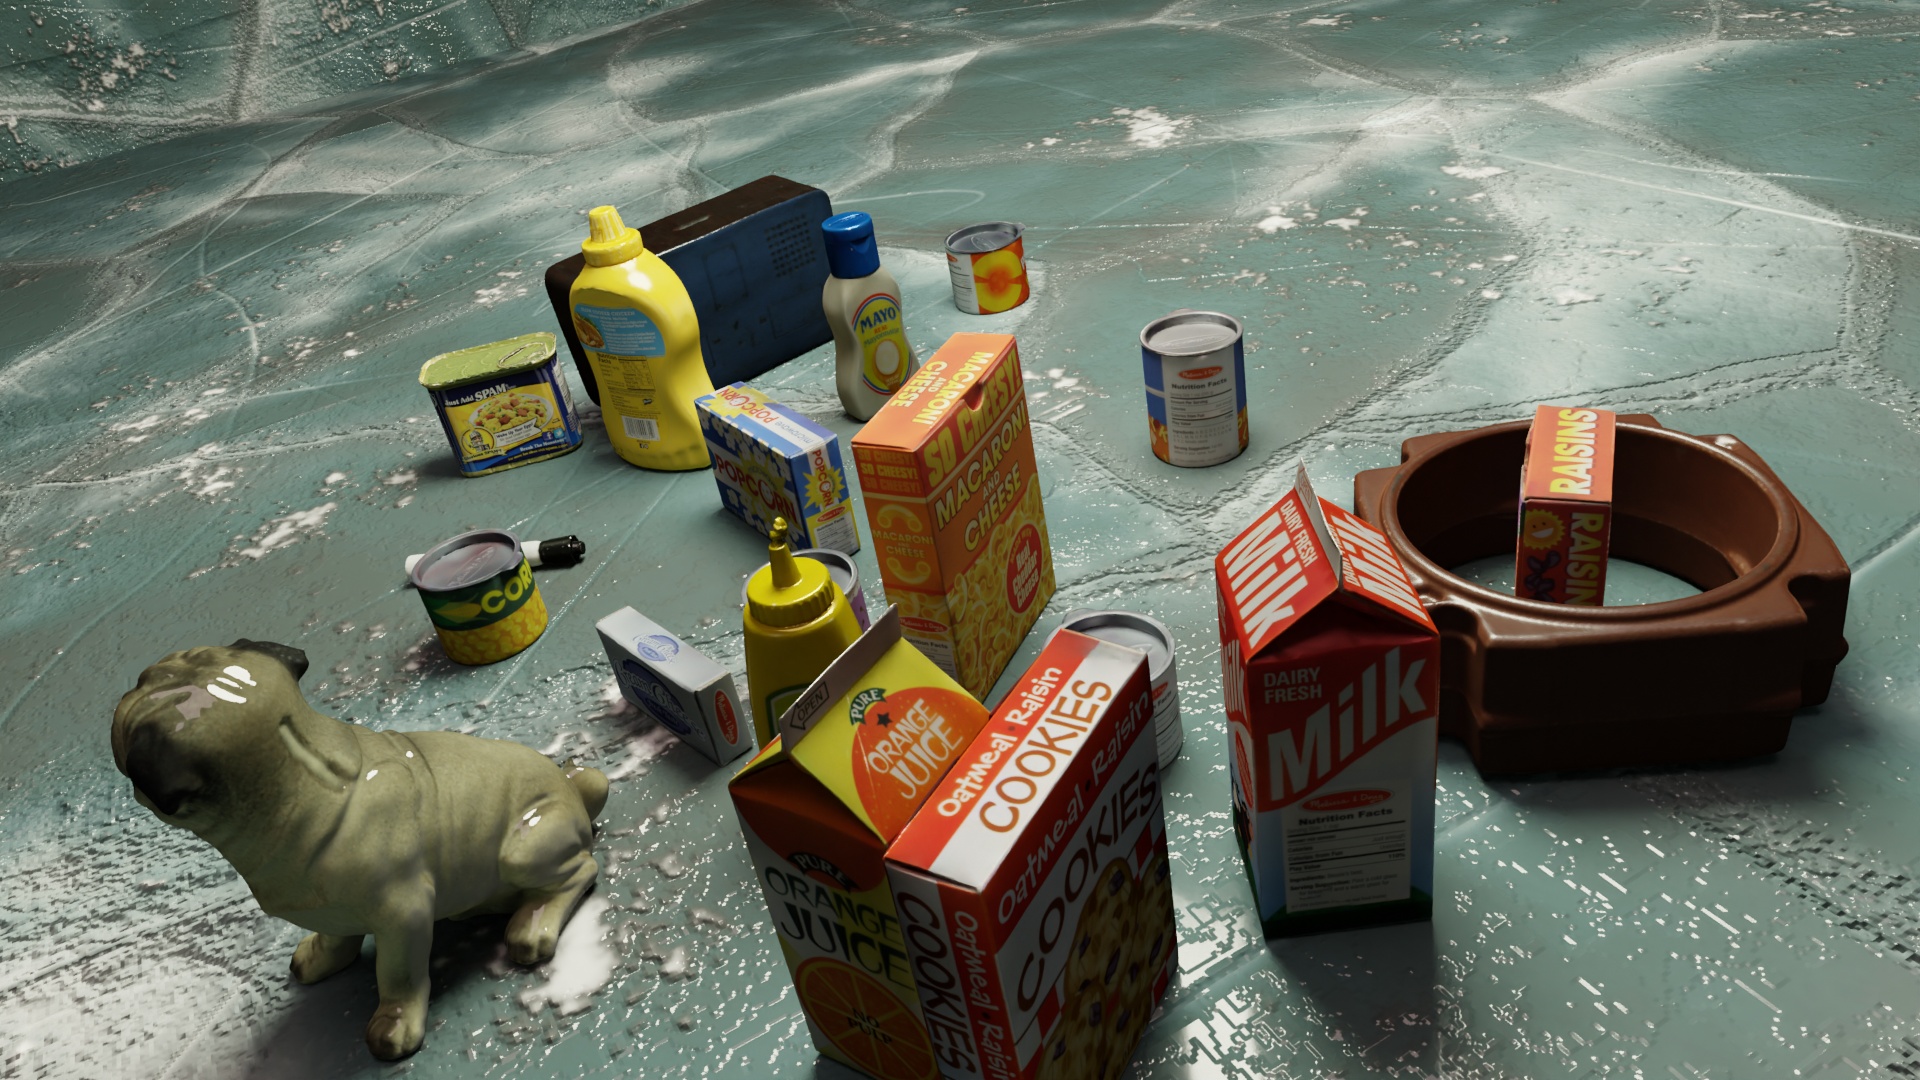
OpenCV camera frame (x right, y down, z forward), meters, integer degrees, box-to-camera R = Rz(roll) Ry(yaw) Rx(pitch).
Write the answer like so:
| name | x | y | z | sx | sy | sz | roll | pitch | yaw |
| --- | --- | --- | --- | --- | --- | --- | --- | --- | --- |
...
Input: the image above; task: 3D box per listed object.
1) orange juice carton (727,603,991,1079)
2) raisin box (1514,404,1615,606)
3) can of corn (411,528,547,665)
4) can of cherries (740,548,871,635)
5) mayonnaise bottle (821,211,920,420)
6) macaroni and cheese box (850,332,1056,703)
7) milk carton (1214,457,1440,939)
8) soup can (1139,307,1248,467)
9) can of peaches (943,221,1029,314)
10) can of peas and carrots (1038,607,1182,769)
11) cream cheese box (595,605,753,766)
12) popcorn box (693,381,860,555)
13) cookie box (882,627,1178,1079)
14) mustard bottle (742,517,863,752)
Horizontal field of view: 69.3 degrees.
| name | x | y | z | sx | sy | sz | roll | pitch | yaw |
| --- | --- | --- | --- | --- | --- | --- | --- | --- | --- |
| orange juice carton | -0.026 | 0.119 | 0.523 | 0.073 | 0.191 | 0.072 | 12 | 39 | 32 |
| raisin box | 0.289 | 0.009 | 0.667 | 0.040 | 0.122 | 0.086 | 6 | 36 | 24 |
| can of corn | -0.292 | 0.035 | 0.855 | 0.071 | 0.058 | 0.071 | -8 | 32 | 5 |
| can of cherries | -0.086 | 0.047 | 0.776 | 0.071 | 0.058 | 0.072 | -8 | 32 | 5 |
| mayonnaise bottle | -0.069 | -0.164 | 1.018 | 0.065 | 0.147 | 0.041 | -27 | 36 | -24 |
| macaroni and cheese box | 0.003 | -0.009 | 0.738 | 0.040 | 0.165 | 0.124 | 7 | 36 | 26 |
| milk carton | 0.146 | 0.065 | 0.559 | 0.073 | 0.189 | 0.073 | -8 | 32 | 4 |
| soup can | 0.154 | -0.101 | 0.915 | 0.071 | 0.083 | 0.072 | -8 | 32 | 5 |
| can of peaches | 0.025 | -0.232 | 1.179 | 0.071 | 0.057 | 0.071 | -8 | 32 | 5 |
| can of peas and carrots | 0.074 | 0.075 | 0.686 | 0.071 | 0.058 | 0.071 | -8 | 32 | 5 |
| cream cheese box | -0.156 | 0.078 | 0.754 | 0.024 | 0.053 | 0.104 | -33 | 39 | -31 |
| popcorn box | -0.119 | -0.044 | 0.903 | 0.038 | 0.084 | 0.127 | -29 | 37 | -26 |
| cookie box | 0.033 | 0.136 | 0.503 | 0.040 | 0.166 | 0.123 | 10 | 38 | 30 |
| mustard bottle | -0.073 | 0.059 | 0.659 | 0.065 | 0.159 | 0.049 | -10 | 32 | 0 |
